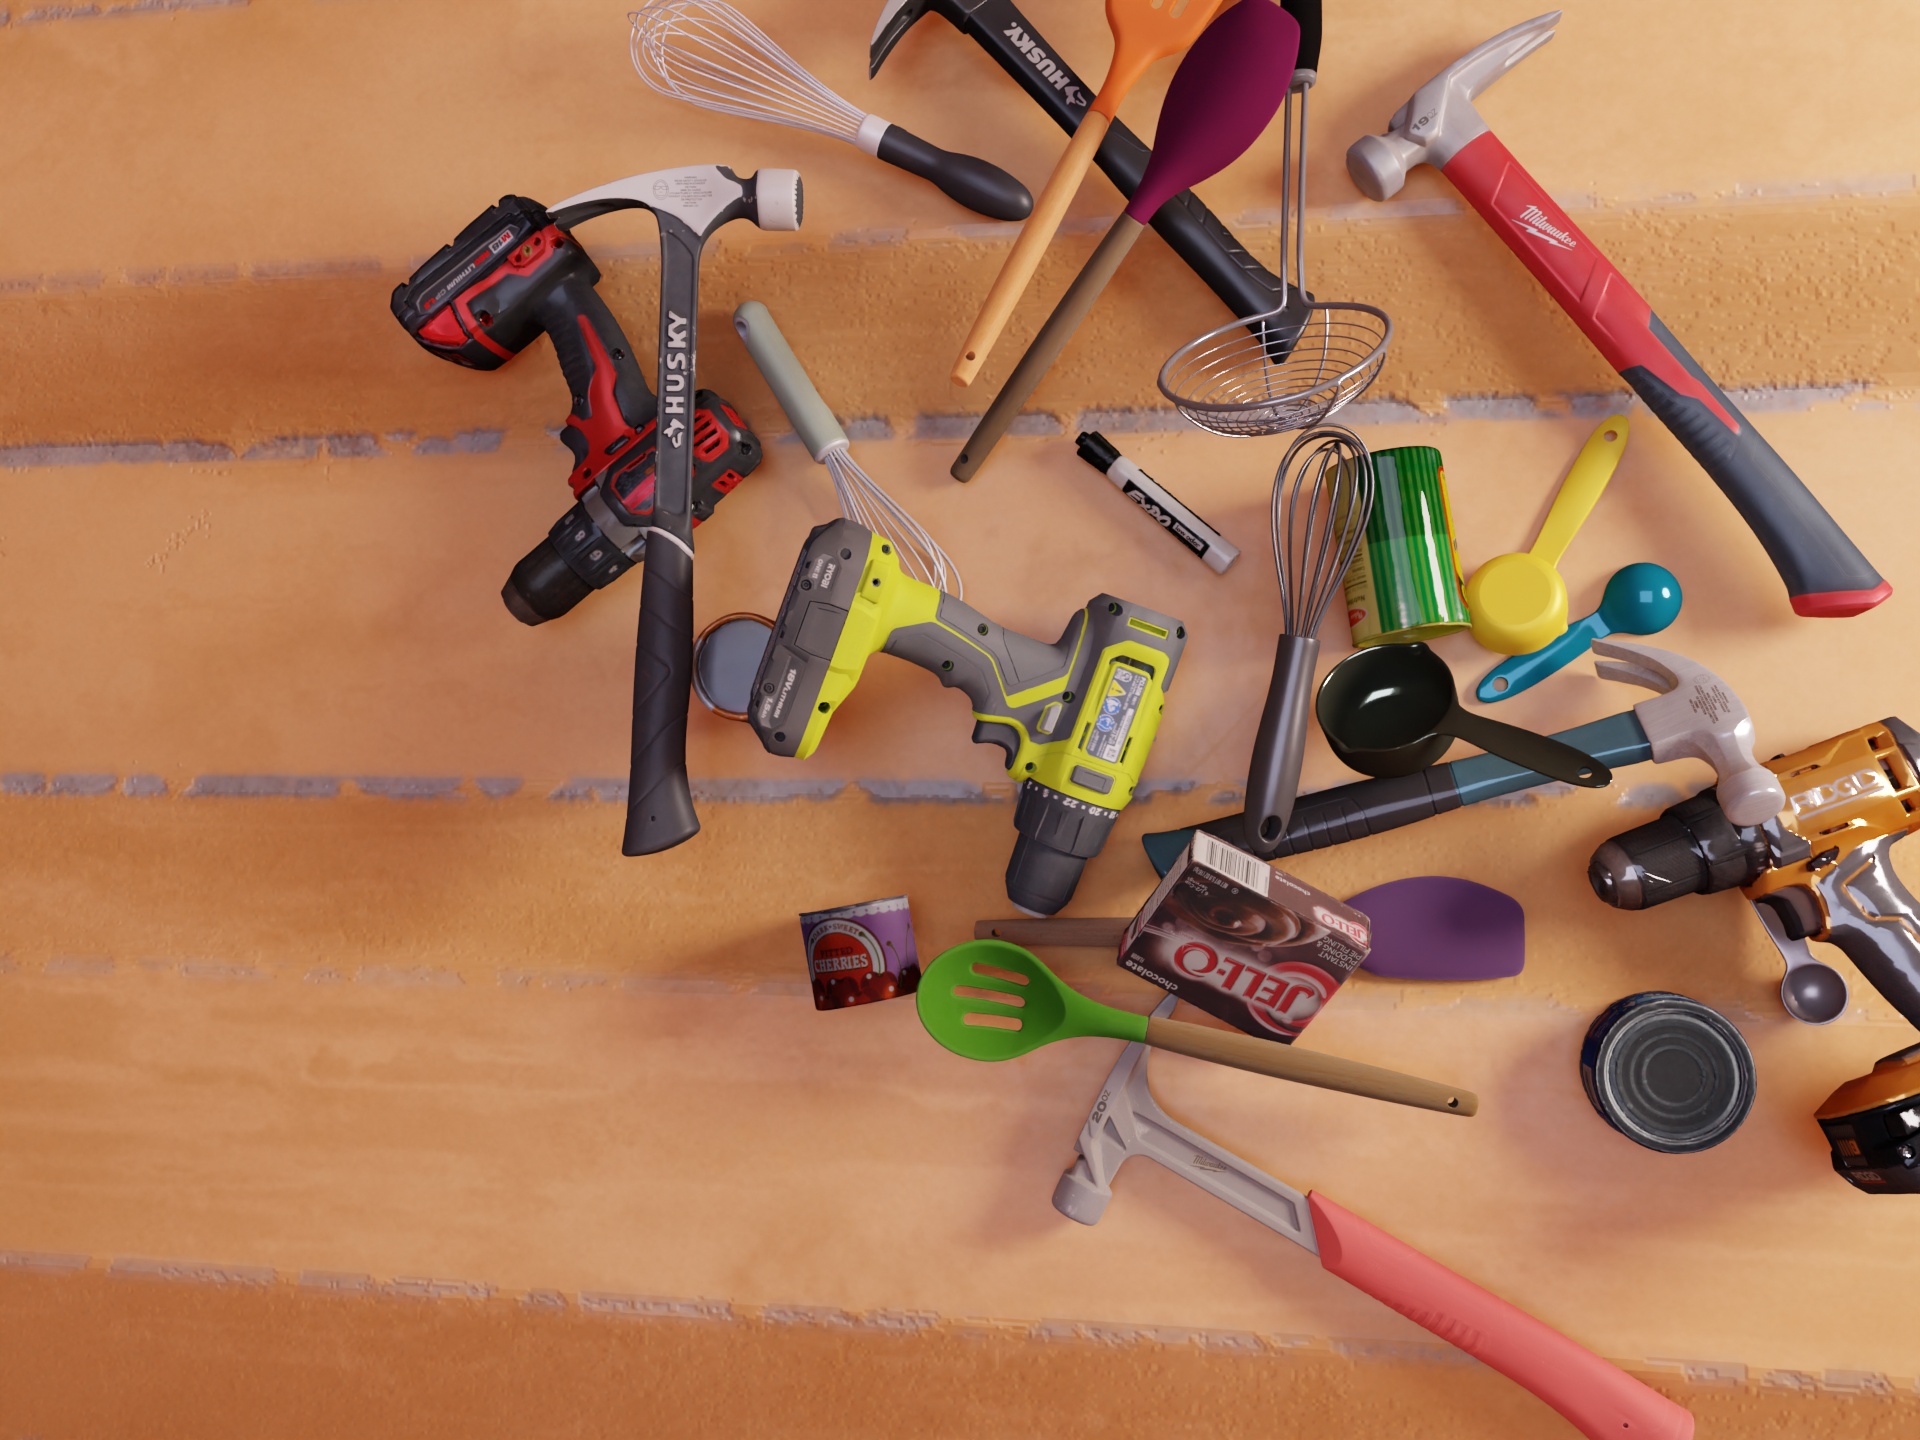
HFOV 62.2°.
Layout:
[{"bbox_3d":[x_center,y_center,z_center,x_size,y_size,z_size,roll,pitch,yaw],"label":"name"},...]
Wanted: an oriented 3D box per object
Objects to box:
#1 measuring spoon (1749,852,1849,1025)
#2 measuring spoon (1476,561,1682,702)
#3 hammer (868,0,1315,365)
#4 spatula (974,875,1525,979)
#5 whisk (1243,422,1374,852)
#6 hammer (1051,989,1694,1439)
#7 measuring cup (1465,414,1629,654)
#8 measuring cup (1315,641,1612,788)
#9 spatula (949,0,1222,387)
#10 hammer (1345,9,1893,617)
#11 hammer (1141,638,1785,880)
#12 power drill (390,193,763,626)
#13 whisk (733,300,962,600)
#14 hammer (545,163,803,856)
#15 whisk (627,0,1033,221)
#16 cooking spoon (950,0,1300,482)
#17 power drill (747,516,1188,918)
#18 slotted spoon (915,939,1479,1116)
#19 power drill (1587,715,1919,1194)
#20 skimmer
[{"bbox_3d":[0.452,0.109,0.884,0.034,0.018,0.124,-21,76,7],"label":"measuring spoon"},{"bbox_3d":[0.352,-0.047,0.906,0.128,0.021,0.042,-32,81,6],"label":"measuring spoon"},{"bbox_3d":[0.088,-0.342,0.957,0.146,0.035,0.335,-40,83,-11],"label":"hammer"},{"bbox_3d":[0.165,0.122,0.928,0.316,0.018,0.060,-1,87,9],"label":"spatula"},{"bbox_3d":[0.184,-0.044,0.876,0.055,0.055,0.239,10,92,10],"label":"whisk"},{"bbox_3d":[0.238,0.297,0.894,0.359,0.036,0.149,28,91,11],"label":"hammer"},{"bbox_3d":[0.339,-0.111,0.905,0.062,0.029,0.156,29,88,24],"label":"measuring cup"},{"bbox_3d":[0.271,0.012,0.858,0.168,0.038,0.083,25,67,39],"label":"measuring cup"},{"bbox_3d":[0.070,-0.332,0.915,0.081,0.041,0.323,26,78,1],"label":"spatula"},{"bbox_3d":[0.393,-0.223,0.897,0.143,0.038,0.386,-37,78,4],"label":"hammer"},{"bbox_3d":[0.262,0.040,0.887,0.331,0.033,0.128,-17,45,15],"label":"hammer"},{"bbox_3d":[-0.257,-0.189,0.998,0.188,0.080,0.227,-39,84,5],"label":"power drill"},{"bbox_3d":[-0.074,-0.160,0.981,0.059,0.057,0.246,-25,77,-27],"label":"whisk"},{"bbox_3d":[-0.174,-0.125,0.932,0.149,0.036,0.409,2,86,1],"label":"hammer"},{"bbox_3d":[-0.082,-0.377,0.990,0.284,0.070,0.070,27,91,6],"label":"whisk"},{"bbox_3d":[0.086,-0.269,0.923,0.069,0.017,0.318,45,113,23],"label":"cooking spoon"},{"bbox_3d":[-0.001,-0.003,0.912,0.228,0.080,0.190,19,95,-10],"label":"power drill"},{"bbox_3d":[0.130,0.182,0.893,0.314,0.031,0.070,11,91,9],"label":"slotted spoon"},{"bbox_3d":[0.454,0.127,0.829,0.185,0.084,0.226,-19,73,-1],"label":"power drill"},{"bbox_3d":[0.181,-0.323,0.895,0.127,0.090,0.363,-3,75,27],"label":"skimmer"}]
